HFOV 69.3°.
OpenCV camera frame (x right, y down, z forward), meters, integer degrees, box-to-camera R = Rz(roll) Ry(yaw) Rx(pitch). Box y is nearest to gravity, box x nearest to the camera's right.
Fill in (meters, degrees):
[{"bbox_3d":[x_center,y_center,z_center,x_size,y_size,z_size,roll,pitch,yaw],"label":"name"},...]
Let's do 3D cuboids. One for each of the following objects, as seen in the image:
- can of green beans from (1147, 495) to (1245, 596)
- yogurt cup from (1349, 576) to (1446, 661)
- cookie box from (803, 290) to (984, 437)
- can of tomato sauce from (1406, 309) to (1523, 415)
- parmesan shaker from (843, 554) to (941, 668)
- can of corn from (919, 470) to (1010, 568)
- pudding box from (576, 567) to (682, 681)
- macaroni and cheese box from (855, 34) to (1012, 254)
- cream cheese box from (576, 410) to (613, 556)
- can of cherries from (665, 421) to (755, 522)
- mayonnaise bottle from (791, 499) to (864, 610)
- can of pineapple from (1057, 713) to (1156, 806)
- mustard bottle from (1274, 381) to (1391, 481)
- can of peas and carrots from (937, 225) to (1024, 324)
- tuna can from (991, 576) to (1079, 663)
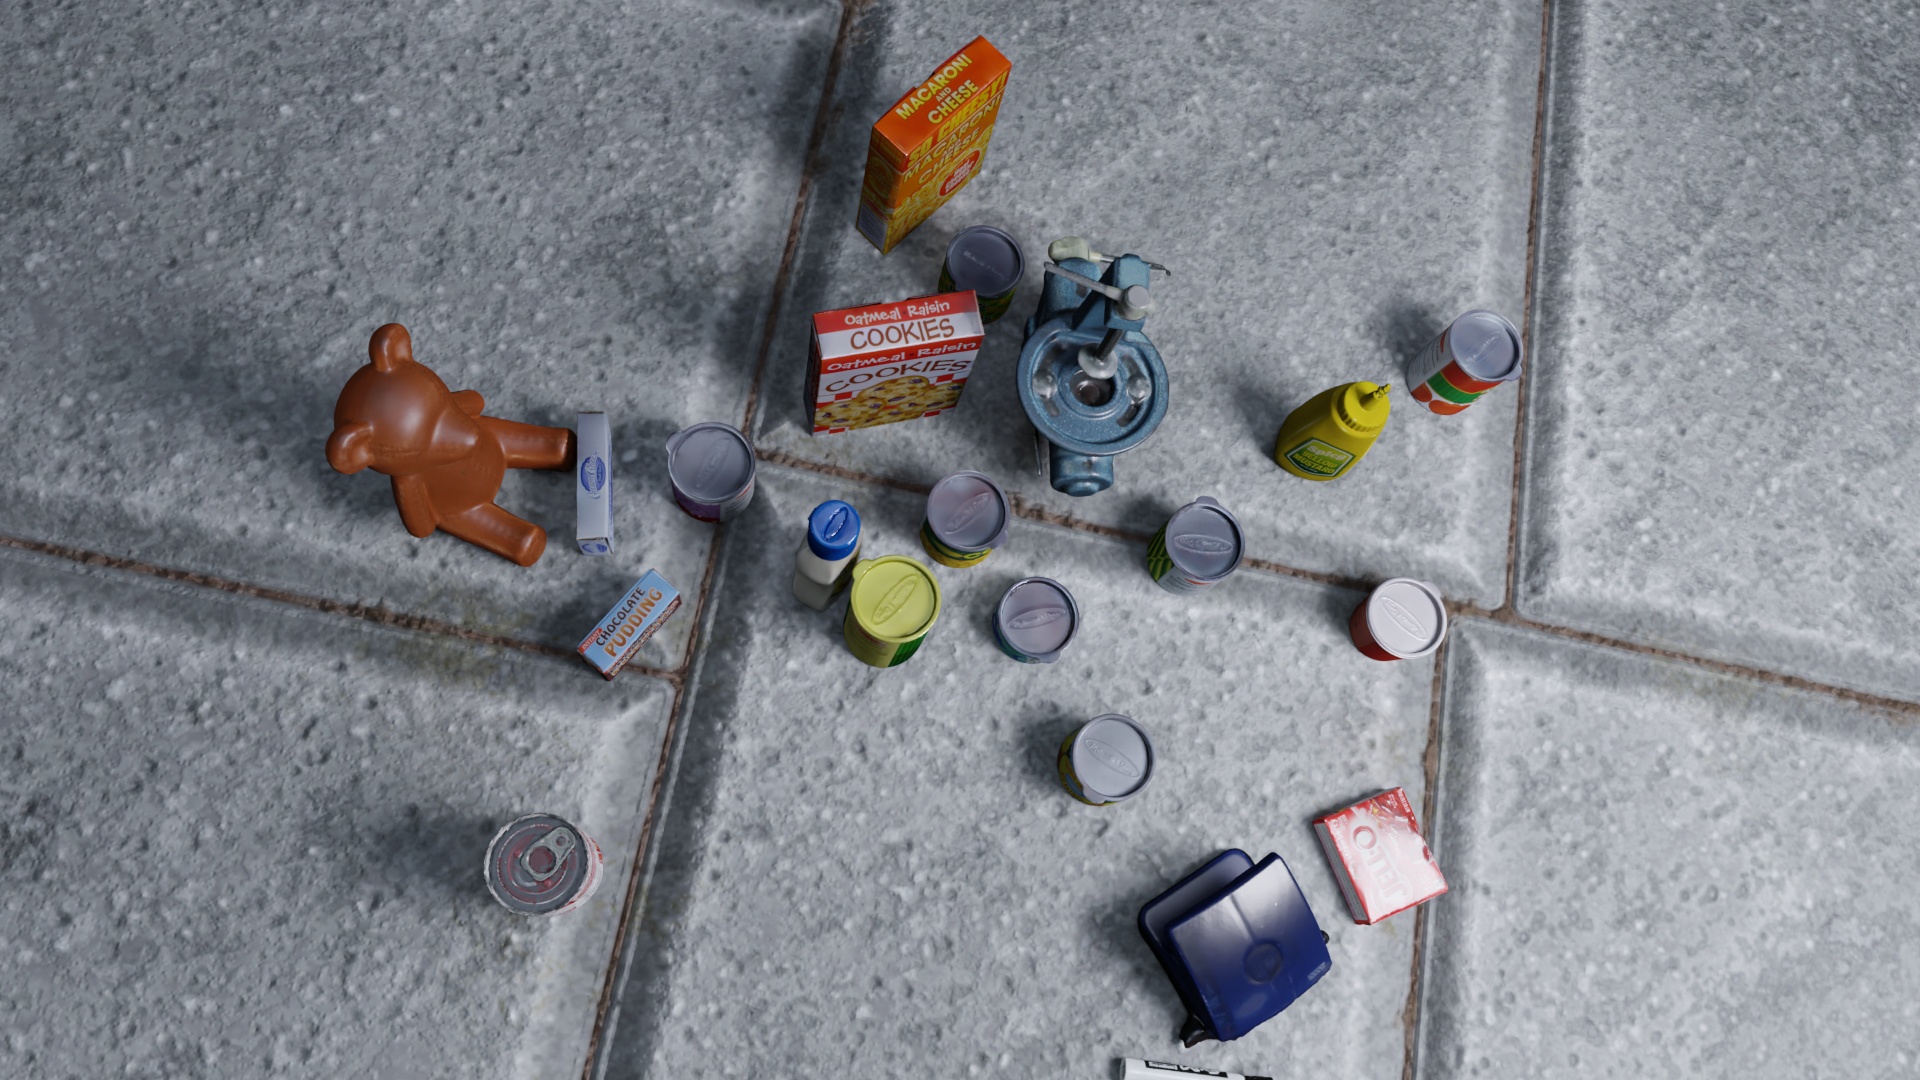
[{"bbox_3d":[0.191,0.008,1.132,0.071,0.057,0.071,2,74,-8],"label":"can of green beans"},{"bbox_3d":[0.356,0.068,1.142,0.072,0.053,0.072,2,74,-8],"label":"yogurt cup"},{"bbox_3d":[-0.056,-0.136,1.079,0.123,0.167,0.040,-11,77,-11],"label":"cookie box"},{"bbox_3d":[0.437,-0.151,1.202,0.071,0.083,0.071,2,74,-8],"label":"can of tomato sauce"},{"bbox_3d":[-0.056,0.053,1.058,0.071,0.102,0.071,2,74,-8],"label":"parmesan shaker"},{"bbox_3d":[0.004,-0.014,1.110,0.071,0.058,0.071,2,74,-8],"label":"can of corn"},{"bbox_3d":[-0.250,0.064,1.053,0.030,0.049,0.084,40,73,4],"label":"pudding box"},{"bbox_3d":[-0.026,-0.320,1.137,0.040,0.166,0.124,44,73,5],"label":"macaroni and cheese box"},{"bbox_3d":[-0.283,-0.043,1.077,0.024,0.053,0.104,-2,75,-9],"label":"cream cheese box"},{"bbox_3d":[-0.197,-0.054,1.091,0.071,0.058,0.071,2,74,-8],"label":"can of cherries"},{"bbox_3d":[-0.098,0.008,1.041,0.041,0.147,0.065,32,73,1],"label":"mayonnaise bottle"},{"bbox_3d":[0.111,0.172,1.073,0.071,0.057,0.071,2,74,-8],"label":"can of pineapple"},{"bbox_3d":[0.308,-0.094,1.126,0.065,0.159,0.049,22,73,-2],"label":"mustard bottle"},{"bbox_3d":[0.016,-0.221,1.171,0.071,0.058,0.071,2,74,-8],"label":"can of peas and carrots"},{"bbox_3d":[0.060,0.067,1.109,0.071,0.032,0.071,2,74,-8],"label":"tuna can"}]
